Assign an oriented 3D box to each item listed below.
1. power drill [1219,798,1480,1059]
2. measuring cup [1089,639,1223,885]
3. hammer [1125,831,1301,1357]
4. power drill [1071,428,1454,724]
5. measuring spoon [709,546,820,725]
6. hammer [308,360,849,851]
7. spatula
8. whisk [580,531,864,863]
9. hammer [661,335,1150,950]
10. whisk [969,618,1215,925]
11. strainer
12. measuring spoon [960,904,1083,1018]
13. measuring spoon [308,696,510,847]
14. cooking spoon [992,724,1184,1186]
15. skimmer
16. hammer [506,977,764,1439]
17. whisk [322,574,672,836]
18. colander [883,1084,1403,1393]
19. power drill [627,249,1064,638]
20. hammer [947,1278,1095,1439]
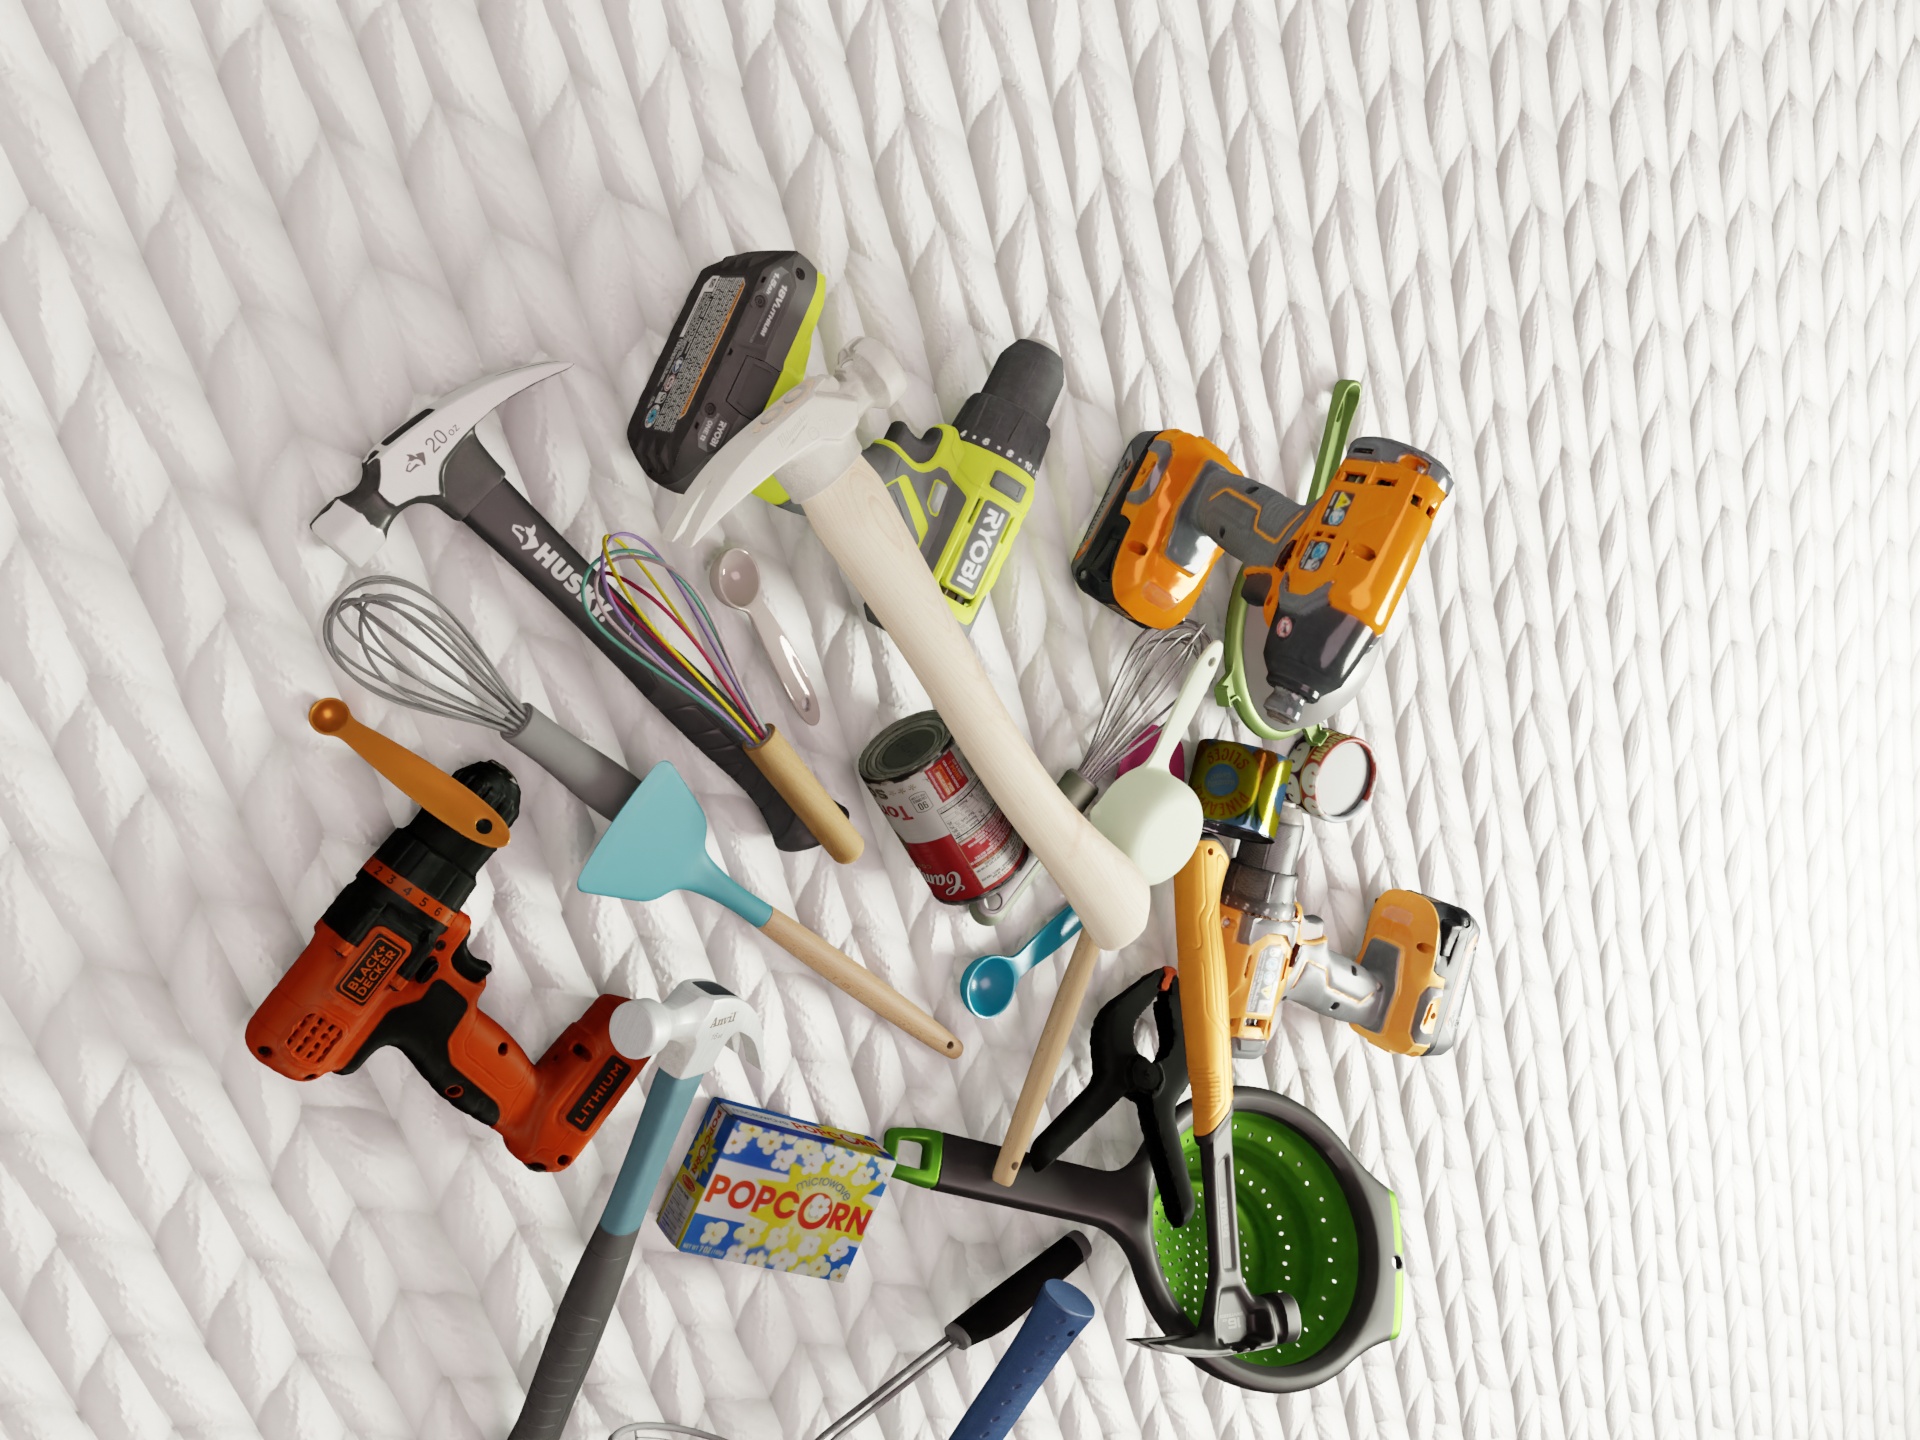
[{"bbox_3d":[0.274,0.157,1.167,0.226,0.084,0.185,9,95,-30],"label":"power drill"},{"bbox_3d":[0.141,0.030,1.019,0.083,0.038,0.167,12,106,-43],"label":"measuring cup"},{"bbox_3d":[0.159,0.241,1.051,0.127,0.034,0.337,7,74,-34],"label":"hammer"},{"bbox_3d":[0.167,-0.091,0.944,0.084,0.227,0.164,28,86,-34],"label":"power drill"},{"bbox_3d":[-0.112,-0.045,0.908,0.034,0.018,0.124,-58,135,-40],"label":"measuring spoon"},{"bbox_3d":[-0.170,-0.042,0.857,0.146,0.035,0.334,-50,122,-12],"label":"hammer"},{"bbox_3d":[-0.095,0.133,0.943,0.317,0.044,0.082,41,76,-34],"label":"spatula"},{"bbox_3d":[-0.121,-0.003,0.853,0.051,0.047,0.244,-45,125,-15],"label":"whisk"},{"bbox_3d":[-0.001,-0.003,0.888,0.146,0.038,0.410,-45,124,-17],"label":"hammer"},{"bbox_3d":[0.085,0.033,1.034,0.058,0.059,0.246,37,84,5],"label":"whisk"},{"bbox_3d":[0.257,-0.108,1.078,0.151,0.069,0.256,19,84,-50],"label":"strainer"},{"bbox_3d":[0.045,0.150,1.057,0.128,0.021,0.042,-35,118,-31],"label":"measuring spoon"},{"bbox_3d":[-0.274,0.028,0.793,0.117,0.011,0.021,36,65,-5],"label":"measuring spoon"},{"bbox_3d":[0.083,0.152,1.053,0.068,0.017,0.319,31,75,-37],"label":"cooking spoon"},{"bbox_3d":[-0.051,0.404,1.013,0.363,0.127,0.090,-24,113,-36],"label":"skimmer"},{"bbox_3d":[-0.196,0.293,0.888,0.128,0.033,0.331,0,116,-63],"label":"hammer"},{"bbox_3d":[-0.227,0.004,0.813,0.055,0.055,0.238,-55,135,-9],"label":"whisk"},{"bbox_3d":[0.118,0.347,1.107,0.397,0.094,0.205,18,58,-17],"label":"colander"},{"bbox_3d":[-0.049,-0.162,0.882,0.228,0.080,0.190,26,87,-37],"label":"power drill"},{"bbox_3d":[-0.033,0.536,1.038,0.144,0.035,0.405,27,100,-36],"label":"hammer"}]
